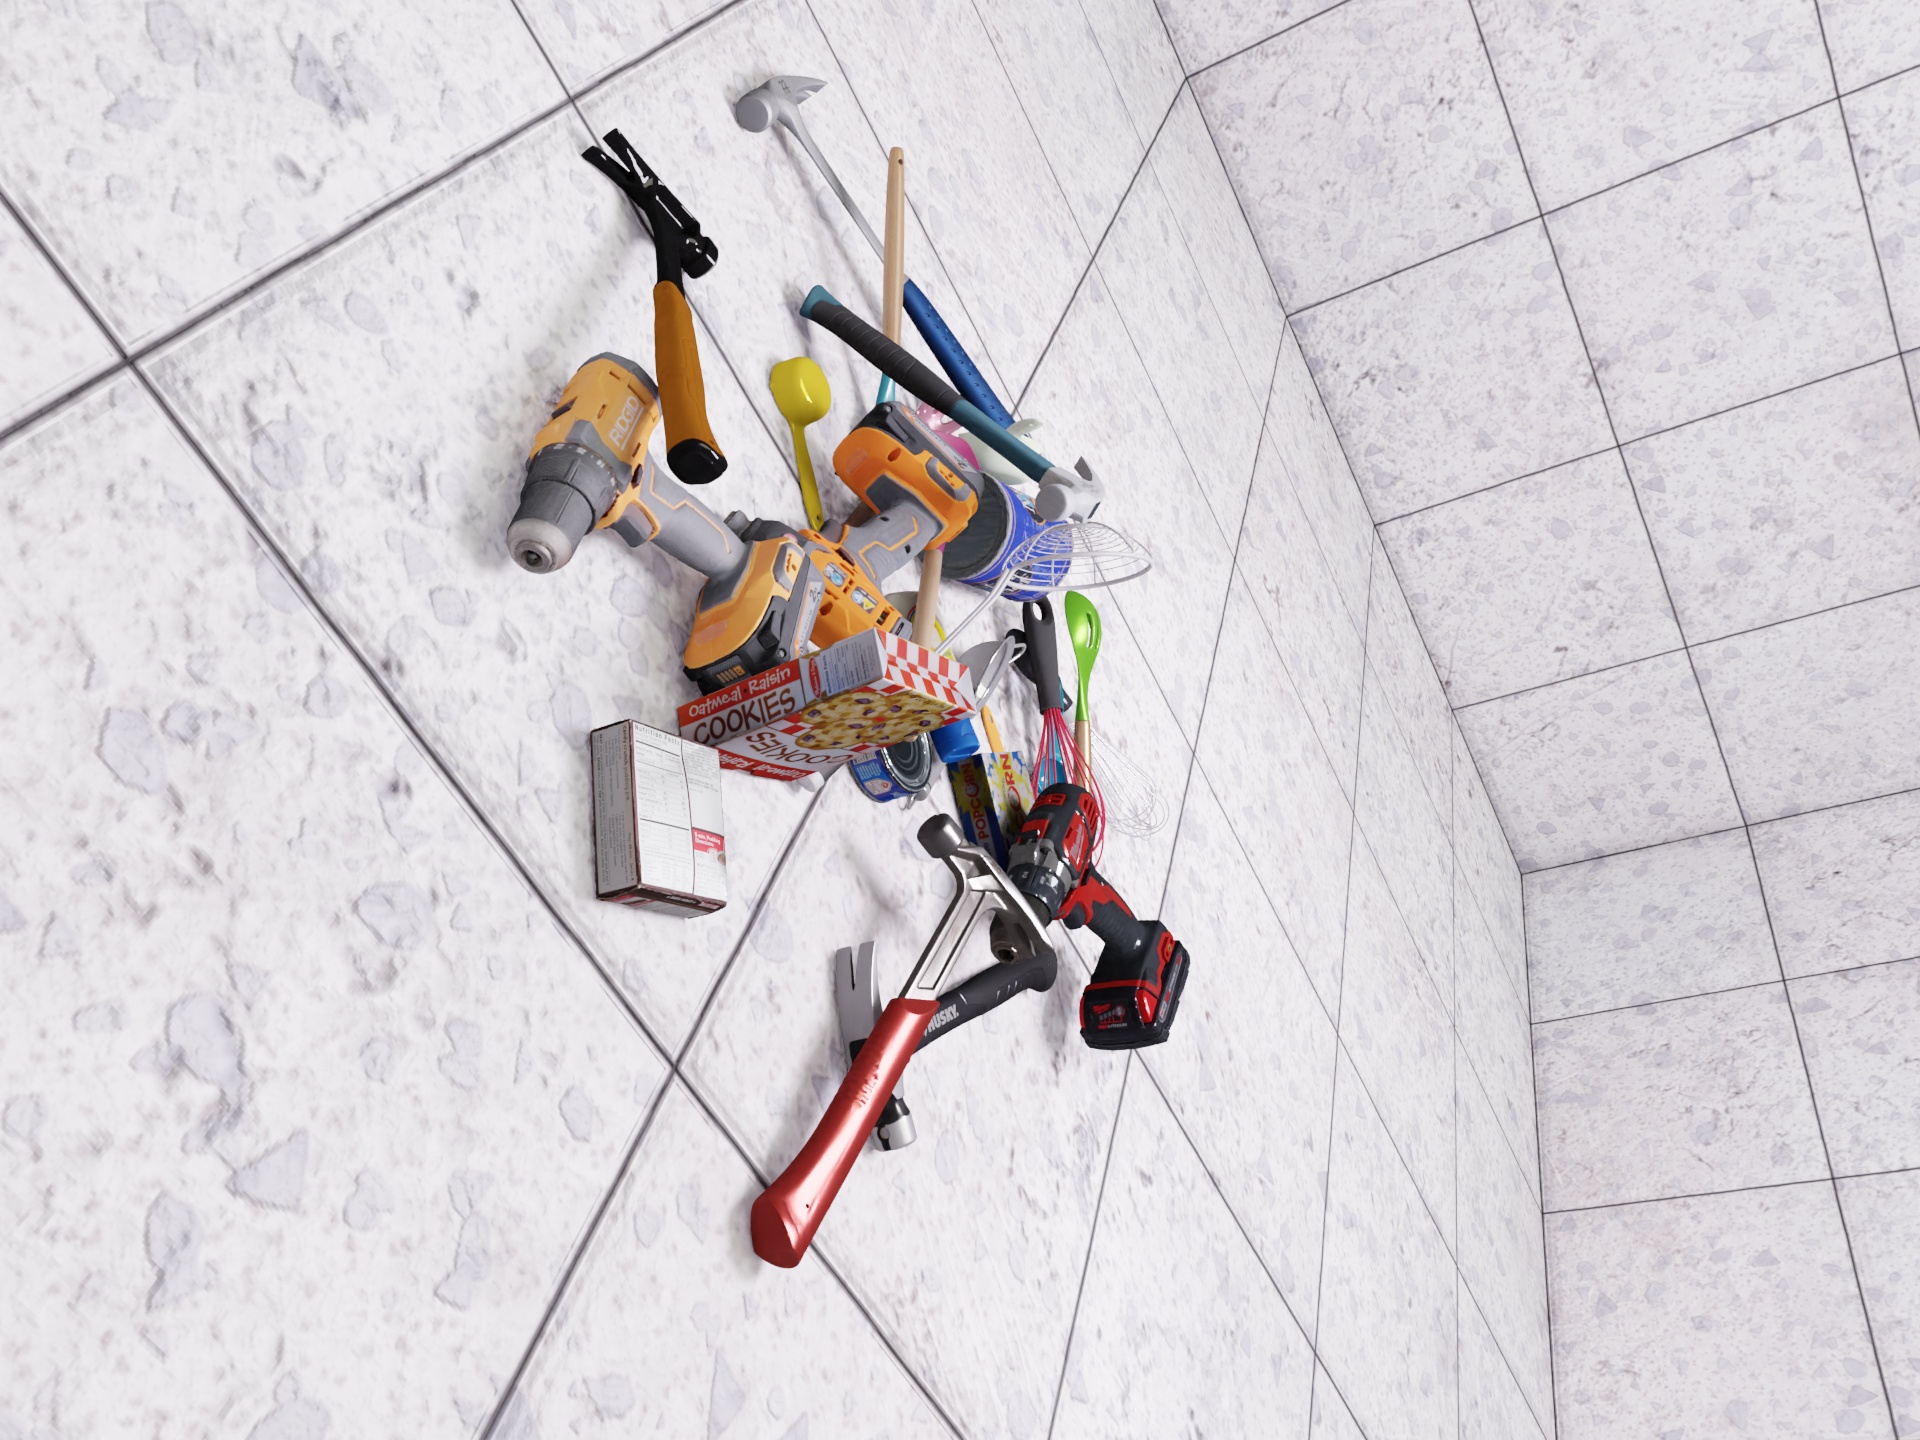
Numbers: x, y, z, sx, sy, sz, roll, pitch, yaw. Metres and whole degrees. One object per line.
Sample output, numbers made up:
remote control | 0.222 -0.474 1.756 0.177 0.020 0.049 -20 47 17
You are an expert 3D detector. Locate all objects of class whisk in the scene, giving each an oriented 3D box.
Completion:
whisk | 0.090 0.009 1.522 0.073 0.073 0.296 26 51 -55
whisk | 0.127 0.015 1.626 0.284 0.070 0.070 54 32 -24

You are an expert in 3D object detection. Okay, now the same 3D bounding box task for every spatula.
spatula | -0.053 -0.360 1.430 0.082 0.044 0.317 2 88 -42

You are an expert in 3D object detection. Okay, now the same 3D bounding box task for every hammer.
hammer | -0.201 -0.280 1.096 0.127 0.034 0.337 45 21 -43
hammer | -0.012 -0.271 1.343 0.331 0.033 0.128 39 23 17
hammer | -0.042 0.232 1.121 0.149 0.037 0.359 53 42 -20
hammer | 0.001 0.223 1.284 0.334 0.035 0.146 -11 85 -63
hammer | -0.059 -0.423 1.497 0.405 0.035 0.144 53 31 -19

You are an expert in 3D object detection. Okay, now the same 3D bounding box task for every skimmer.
skimmer | 0.015 -0.046 1.272 0.363 0.127 0.090 -45 104 -28

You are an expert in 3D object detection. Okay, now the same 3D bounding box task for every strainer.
strainer | -0.002 -0.004 1.407 0.259 0.050 0.086 -61 172 -49

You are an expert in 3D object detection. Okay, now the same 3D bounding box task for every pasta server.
pasta server | -0.060 -0.213 1.422 0.060 0.040 0.316 52 33 -16

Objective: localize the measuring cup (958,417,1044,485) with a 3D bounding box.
measuring cup | 0.046 -0.244 1.449 0.167 0.083 0.038 -179 -83 -77

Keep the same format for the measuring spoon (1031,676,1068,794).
measuring spoon | 0.086 0.016 1.565 0.042 0.021 0.129 17 68 -37

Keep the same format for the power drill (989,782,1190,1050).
power drill | 0.106 0.190 1.385 0.226 0.080 0.188 58 38 -27

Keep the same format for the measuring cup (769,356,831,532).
measuring cup | -0.121 -0.230 1.321 0.062 0.029 0.157 10 65 -61

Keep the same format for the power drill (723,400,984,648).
power drill | -0.085 -0.154 1.257 0.164 0.084 0.227 40 47 -13

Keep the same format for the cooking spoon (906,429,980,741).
cooking spoon | -0.026 -0.121 1.350 0.068 0.017 0.319 16 57 -16

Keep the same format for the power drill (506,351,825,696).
power drill | -0.197 -0.110 1.055 0.226 0.084 0.185 49 35 -31

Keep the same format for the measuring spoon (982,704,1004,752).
measuring spoon | 0.044 0.039 1.499 0.021 0.011 0.117 -27 99 -63

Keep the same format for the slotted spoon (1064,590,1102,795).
slotted spoon | 0.121 0.026 1.570 0.070 0.031 0.314 9 80 -64
